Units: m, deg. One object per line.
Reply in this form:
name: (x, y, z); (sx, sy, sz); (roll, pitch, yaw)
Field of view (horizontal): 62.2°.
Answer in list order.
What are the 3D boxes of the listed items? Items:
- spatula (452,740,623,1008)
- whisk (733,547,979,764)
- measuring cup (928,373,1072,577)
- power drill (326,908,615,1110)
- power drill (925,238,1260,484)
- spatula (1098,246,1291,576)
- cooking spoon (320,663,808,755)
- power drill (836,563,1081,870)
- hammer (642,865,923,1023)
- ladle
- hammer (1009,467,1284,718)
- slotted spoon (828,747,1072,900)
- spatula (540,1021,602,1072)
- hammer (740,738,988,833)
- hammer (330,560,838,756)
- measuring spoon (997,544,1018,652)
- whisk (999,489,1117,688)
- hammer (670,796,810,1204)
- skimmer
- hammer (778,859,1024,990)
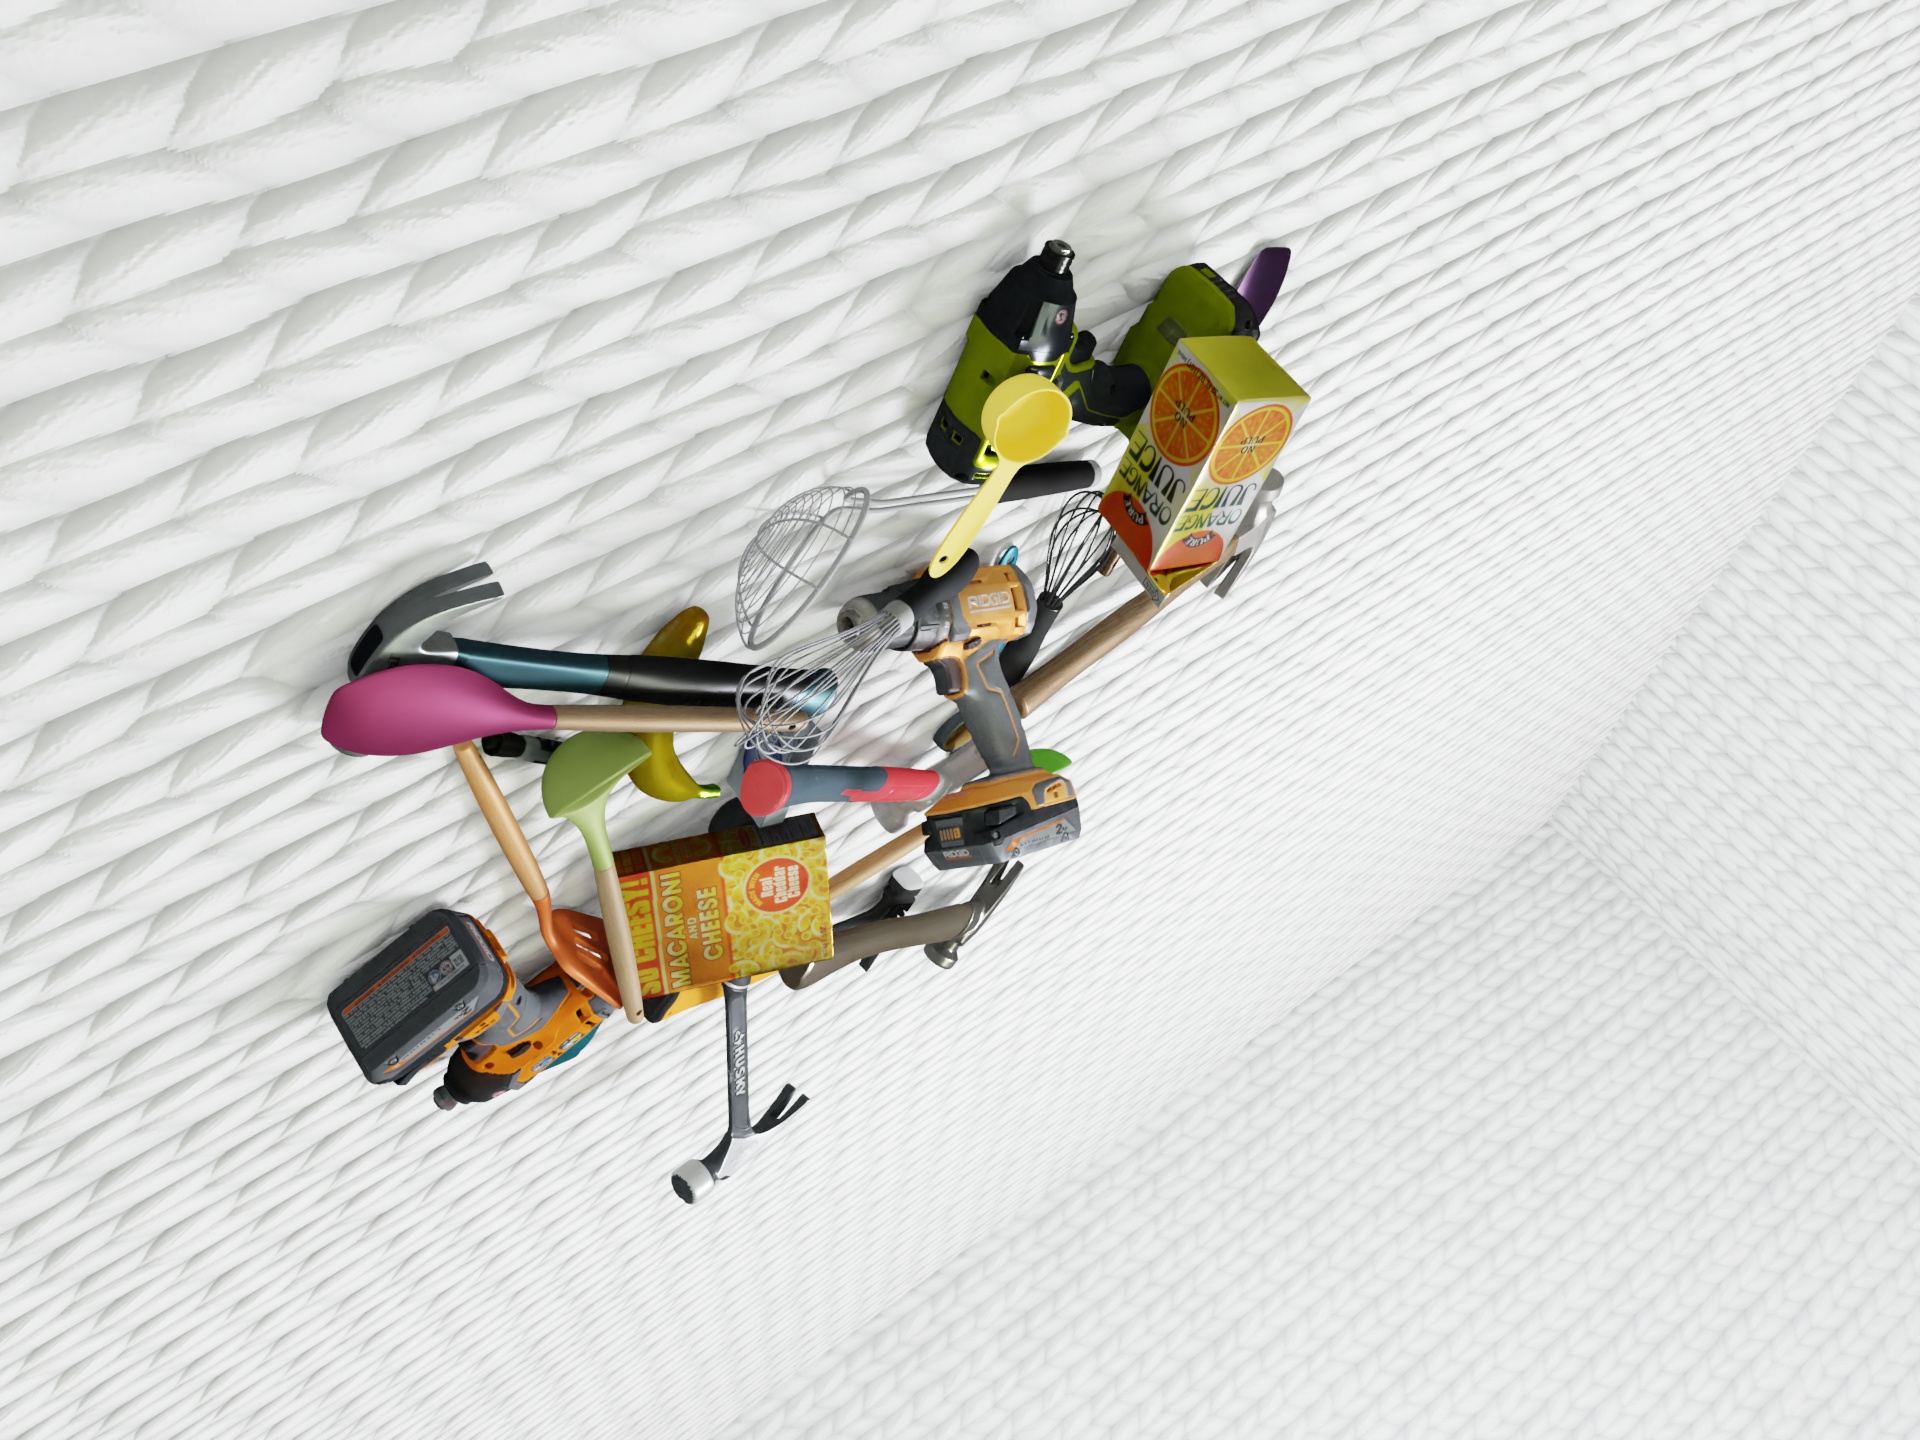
spatula: (-0.299, 0.108, 1.138); (0.041, 0.081, 0.322); (-14, 144, -6)
whisk: (-0.063, -0.055, 1.086); (0.285, 0.070, 0.070); (-44, 163, -47)
measuring cup: (0.016, -0.160, 1.042); (0.062, 0.029, 0.156); (5, 131, -41)
power drill: (-0.370, 0.229, 1.195); (0.164, 0.084, 0.226); (-39, 158, -2)
power drill: (0.095, -0.250, 1.094); (0.223, 0.080, 0.171); (-13, 143, -40)
spatula: (0.184, -0.243, 1.292); (0.059, 0.018, 0.315); (-15, 143, -44)
cooking spoon: (-0.227, -0.002, 0.975); (0.318, 0.017, 0.068); (0, 130, -40)
power drill: (-0.002, -0.004, 1.205); (0.084, 0.226, 0.185); (-12, 180, 43)
hammer: (-0.169, 0.222, 1.479); (0.337, 0.034, 0.127); (-14, 142, -53)
ladle: (-0.243, 0.126, 1.133); (0.078, 0.062, 0.319); (-35, 145, -32)
hammer: (0.167, -0.102, 1.438); (0.331, 0.031, 0.130); (-37, 156, -23)
slotted spoon: (-0.043, 0.106, 1.411); (0.314, 0.031, 0.070); (-32, -174, 4)
spatula: (-0.281, 0.205, 1.345); (0.317, 0.044, 0.082); (-46, 155, -1)
hammer: (-0.064, 0.042, 1.250); (0.143, 0.038, 0.386); (-34, 169, 12)
hammer: (-0.216, -0.027, 1.001); (0.330, 0.033, 0.128); (4, 127, -43)
measuring spoon: (0.034, -0.093, 1.311); (0.042, 0.021, 0.128); (-25, 151, -31)
whisk: (0.072, -0.101, 1.334); (0.055, 0.055, 0.238); (-19, 151, -39)
hammer: (-0.190, 0.239, 1.379); (0.149, 0.036, 0.408); (-30, 136, -41)
skimmer: (-0.010, -0.128, 1.118); (0.363, 0.090, 0.127); (-17, 168, -44)
hammer: (-0.055, 0.198, 1.534); (0.146, 0.038, 0.410); (-54, 161, 12)
